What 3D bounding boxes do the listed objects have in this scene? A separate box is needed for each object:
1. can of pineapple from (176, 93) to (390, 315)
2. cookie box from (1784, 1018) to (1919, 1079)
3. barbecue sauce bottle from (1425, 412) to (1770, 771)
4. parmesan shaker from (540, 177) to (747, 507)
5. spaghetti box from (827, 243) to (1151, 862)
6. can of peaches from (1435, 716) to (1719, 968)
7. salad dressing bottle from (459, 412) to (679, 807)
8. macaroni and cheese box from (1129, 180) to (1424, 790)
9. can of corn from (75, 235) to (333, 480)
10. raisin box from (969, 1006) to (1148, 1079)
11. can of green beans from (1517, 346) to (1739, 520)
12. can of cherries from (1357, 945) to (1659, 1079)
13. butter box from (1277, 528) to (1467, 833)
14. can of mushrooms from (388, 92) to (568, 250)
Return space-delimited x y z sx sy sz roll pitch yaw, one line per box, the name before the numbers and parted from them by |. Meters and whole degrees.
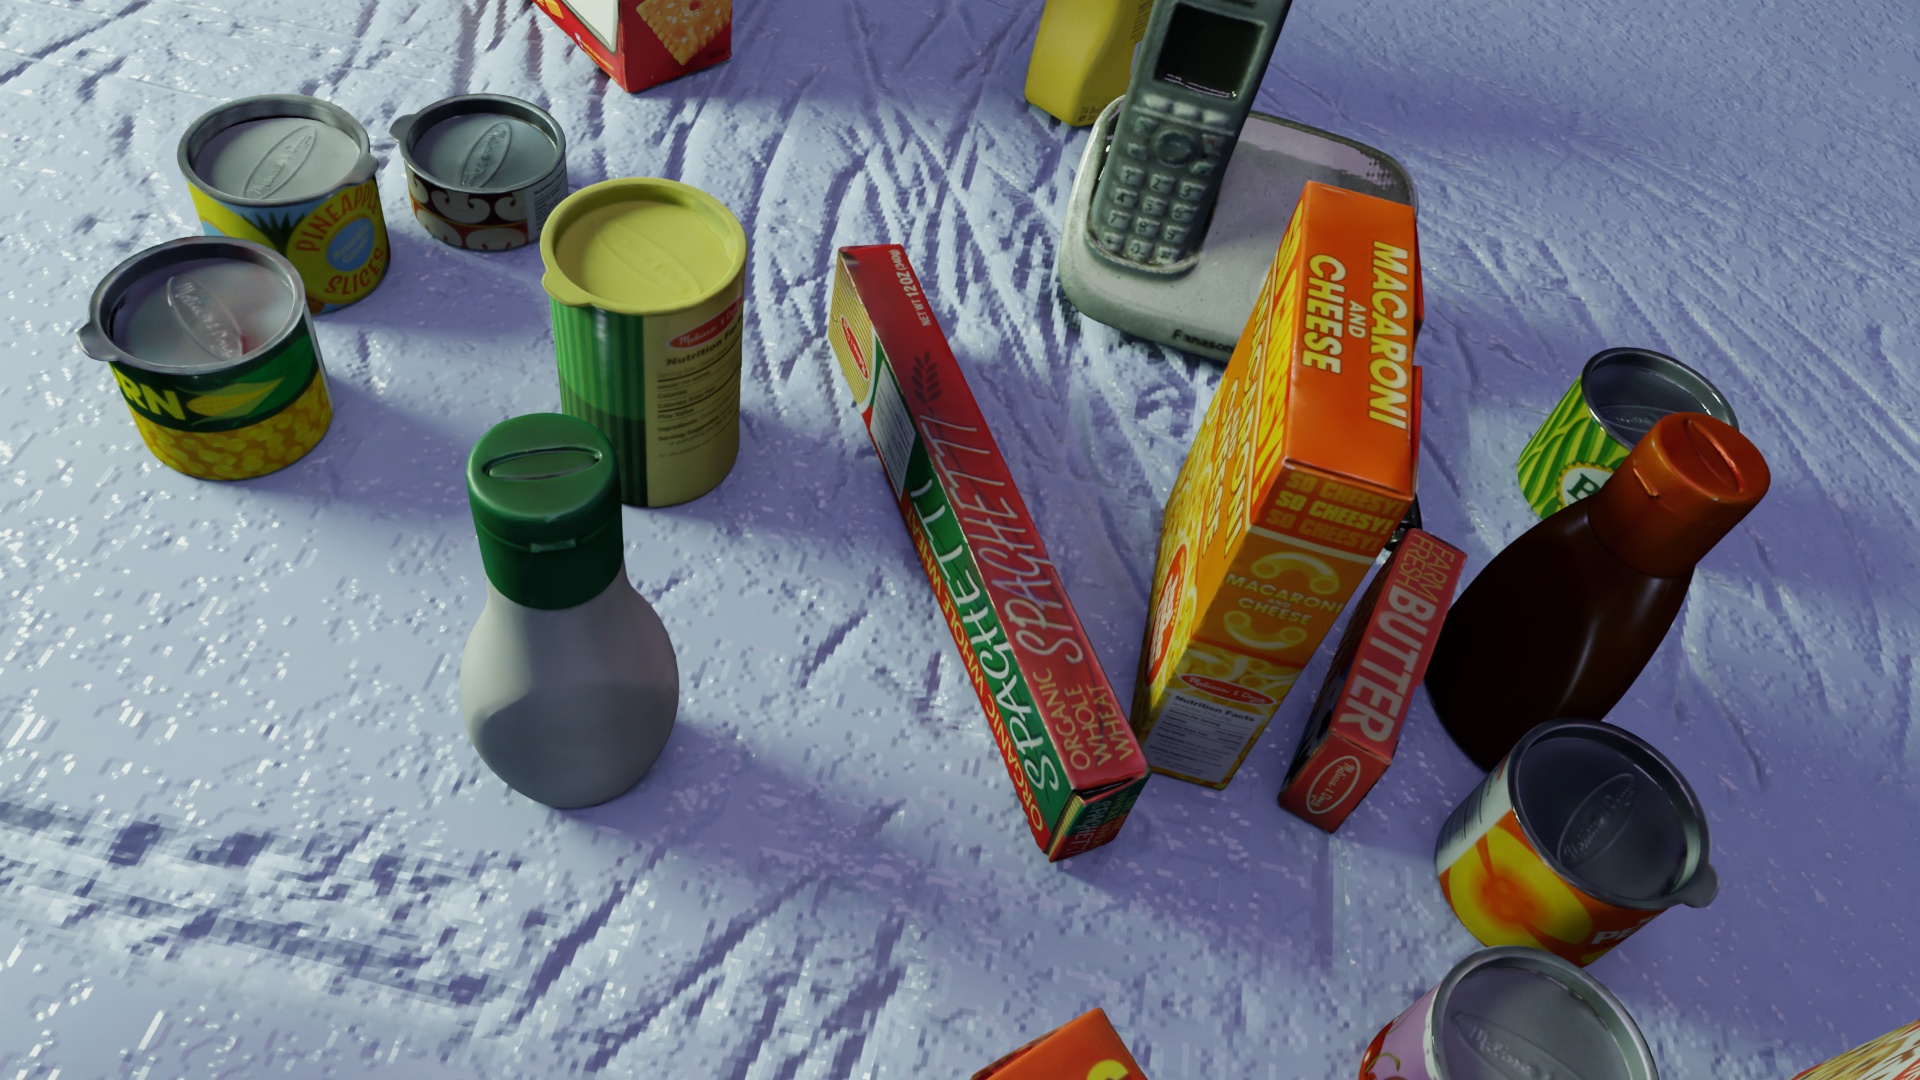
can of pineapple | -0.259 -0.129 0.541 0.071 0.057 0.071 6 52 -7
cookie box | 0.232 0.158 0.353 0.123 0.166 0.040 -18 59 -23
barbecue sauce bottle | 0.209 0.019 0.466 0.044 0.147 0.065 -6 55 -16
parmesan shaker | -0.113 -0.066 0.494 0.071 0.102 0.071 6 52 -7
spaghetti box | 0.002 -0.006 0.505 0.029 0.050 0.251 -11 56 -19
can of peaches | 0.201 0.103 0.458 0.071 0.057 0.071 6 52 -7
salad dressing bottle | -0.113 0.025 0.396 0.064 0.146 0.044 -8 55 -17
macaroni and cheese box | 0.100 -0.013 0.457 0.040 0.165 0.124 15 52 0
can of corn | -0.263 -0.062 0.489 0.071 0.058 0.071 6 52 -7
raisin box | -0.004 0.165 0.327 0.086 0.122 0.040 -24 61 -26
can of green beans | 0.277 -0.037 0.580 0.071 0.057 0.071 6 52 -7
can of cherries | 0.155 0.162 0.403 0.071 0.058 0.072 6 52 -7
butter box | 0.146 0.048 0.492 0.024 0.052 0.104 28 53 10
can of mushrooms | -0.203 -0.157 0.589 0.071 0.033 0.071 6 52 -7
